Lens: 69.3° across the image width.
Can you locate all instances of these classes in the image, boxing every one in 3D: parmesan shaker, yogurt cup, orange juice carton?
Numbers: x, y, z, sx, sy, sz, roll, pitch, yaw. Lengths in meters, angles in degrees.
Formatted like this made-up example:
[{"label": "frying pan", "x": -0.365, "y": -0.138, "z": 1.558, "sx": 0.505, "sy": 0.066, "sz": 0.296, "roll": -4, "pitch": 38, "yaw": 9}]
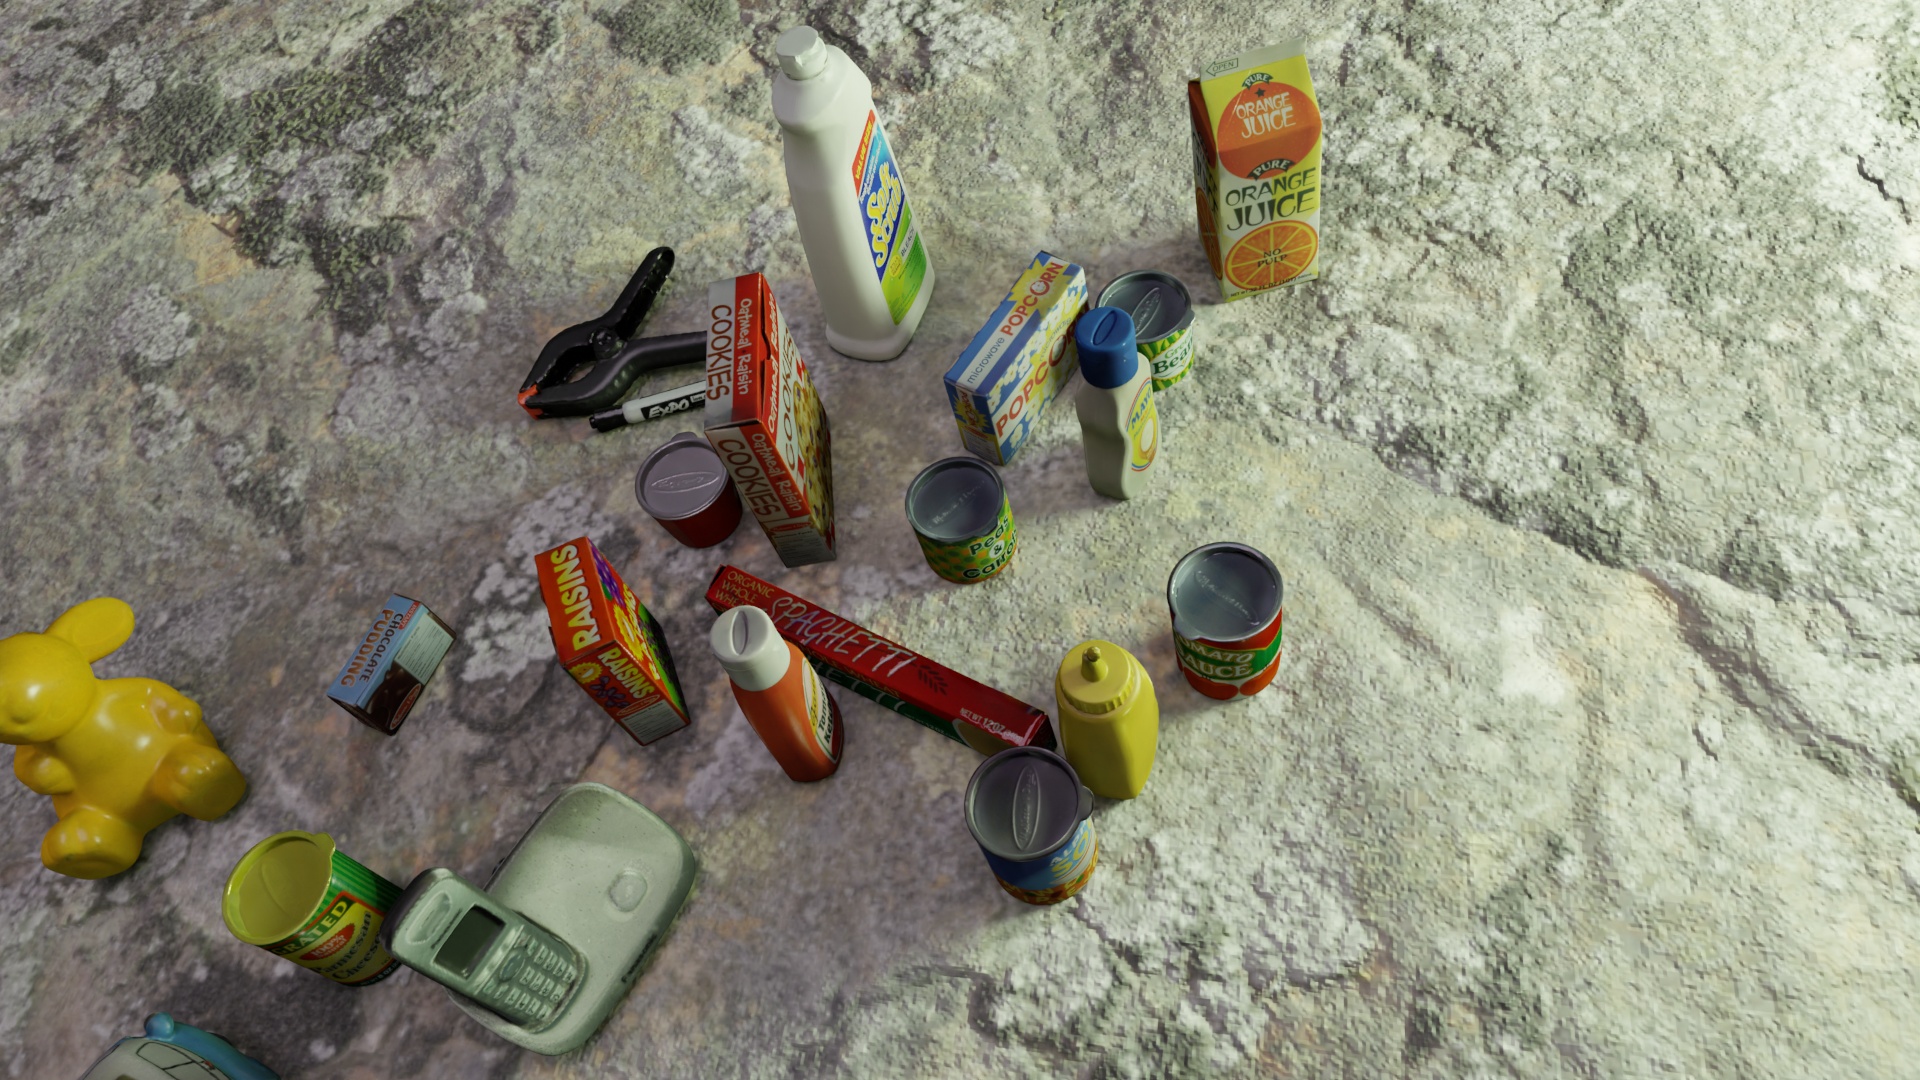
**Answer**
[{"label": "parmesan shaker", "x": -0.378, "y": 0.221, "z": 0.834, "sx": 0.071, "sy": 0.102, "sz": 0.071, "roll": -6, "pitch": 58, "yaw": 9}, {"label": "yogurt cup", "x": -0.188, "y": -0.031, "z": 0.979, "sx": 0.072, "sy": 0.053, "sz": 0.073, "roll": -6, "pitch": 58, "yaw": 9}, {"label": "orange juice carton", "x": 0.202, "y": -0.259, "z": 0.951, "sx": 0.072, "sy": 0.191, "sz": 0.073, "roll": -15, "pitch": 57, "yaw": 4}]

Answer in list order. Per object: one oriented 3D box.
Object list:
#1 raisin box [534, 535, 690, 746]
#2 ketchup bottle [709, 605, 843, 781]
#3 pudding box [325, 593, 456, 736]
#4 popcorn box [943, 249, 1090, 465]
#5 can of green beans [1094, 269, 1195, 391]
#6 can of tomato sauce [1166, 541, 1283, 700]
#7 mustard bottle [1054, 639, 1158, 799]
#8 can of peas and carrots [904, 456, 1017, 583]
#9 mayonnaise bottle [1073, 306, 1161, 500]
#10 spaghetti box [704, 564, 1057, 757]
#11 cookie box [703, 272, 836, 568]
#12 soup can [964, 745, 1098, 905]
[{"label": "raisin box", "x": -0.221, "y": 0.065, "z": 0.884, "sx": 0.040, "sy": 0.123, "sz": 0.086, "roll": -24, "pitch": 57, "yaw": -2}, {"label": "ketchup bottle", "x": -0.109, "y": 0.089, "z": 0.829, "sx": 0.043, "sy": 0.148, "sz": 0.065, "roll": -11, "pitch": 57, "yaw": 6}, {"label": "pudding box", "x": -0.390, "y": 0.085, "z": 0.954, "sx": 0.030, "sy": 0.049, "sz": 0.084, "roll": 14, "pitch": 63, "yaw": 20}, {"label": "popcorn box", "x": 0.043, "y": -0.126, "z": 0.968, "sx": 0.038, "sy": 0.085, "sz": 0.127, "roll": 25, "pitch": 67, "yaw": 25}, {"label": "can of green beans", "x": 0.130, "y": -0.147, "z": 0.978, "sx": 0.071, "sy": 0.057, "sz": 0.071, "roll": -6, "pitch": 58, "yaw": 9}, {"label": "can of tomato sauce", "x": 0.159, "y": 0.051, "z": 0.832, "sx": 0.071, "sy": 0.082, "sz": 0.071, "roll": -6, "pitch": 58, "yaw": 9}, {"label": "mustard bottle", "x": 0.081, "y": 0.093, "z": 0.777, "sx": 0.049, "sy": 0.159, "sz": 0.065, "roll": 9, "pitch": 61, "yaw": 18}, {"label": "can of peas and carrots", "x": 0.003, "y": -0.012, "z": 0.921, "sx": 0.071, "sy": 0.058, "sz": 0.071, "roll": -6, "pitch": 58, "yaw": 9}, {"label": "mayonnaise bottle", "x": 0.100, "y": -0.089, "z": 0.894, "sx": 0.041, "sy": 0.147, "sz": 0.065, "roll": 19, "pitch": 65, "yaw": 23}, {"label": "spaghetti box", "x": -0.055, "y": 0.080, "z": 0.882, "sx": 0.250, "sy": 0.050, "sz": 0.029, "roll": 23, "pitch": 66, "yaw": 24}, {"label": "cookie box", "x": -0.123, "y": -0.077, "z": 0.925, "sx": 0.040, "sy": 0.166, "sz": 0.123, "roll": -10, "pitch": 57, "yaw": 7}, {"label": "soup can", "x": 0.045, "y": 0.163, "z": 0.787, "sx": 0.071, "sy": 0.083, "sz": 0.071, "roll": -6, "pitch": 58, "yaw": 9}]
